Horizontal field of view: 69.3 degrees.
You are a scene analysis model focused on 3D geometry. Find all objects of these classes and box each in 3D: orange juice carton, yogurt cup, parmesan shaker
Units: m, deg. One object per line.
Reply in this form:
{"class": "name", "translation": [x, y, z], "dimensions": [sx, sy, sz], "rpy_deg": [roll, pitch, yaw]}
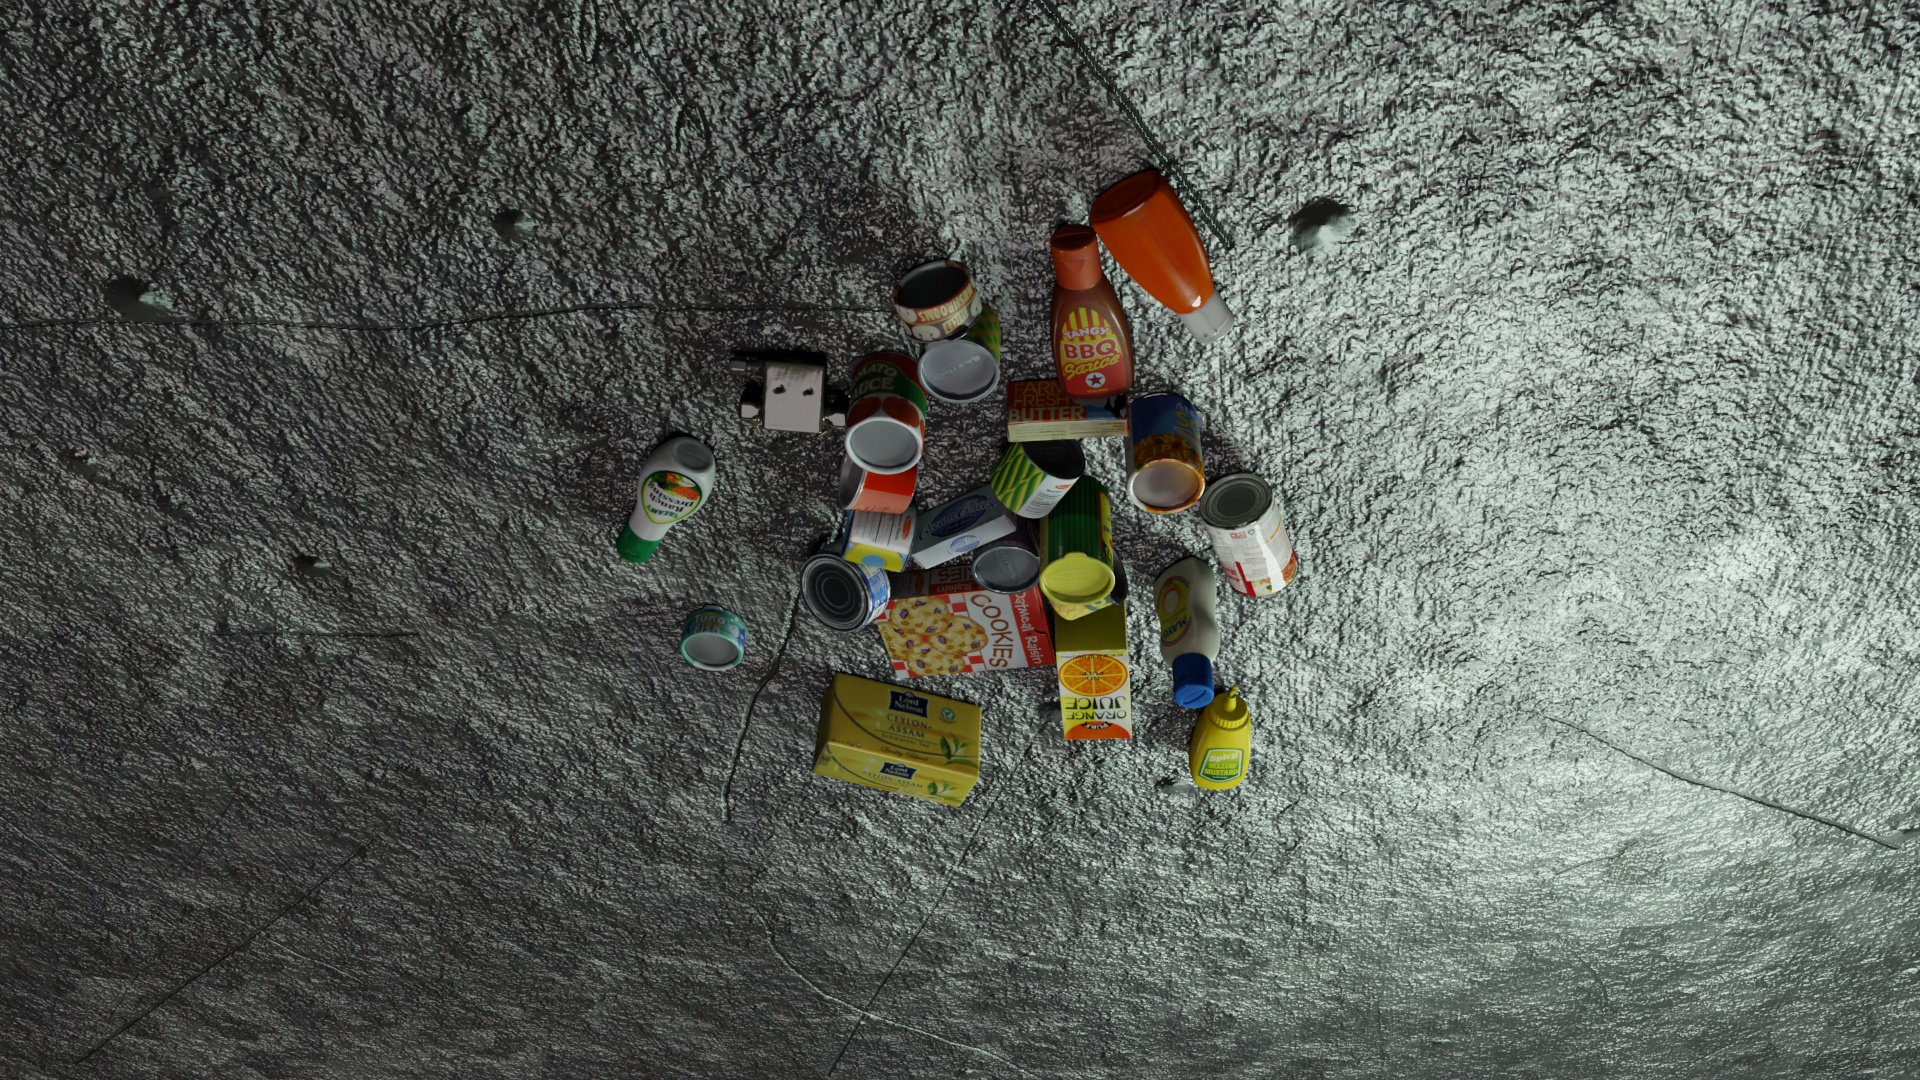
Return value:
{"class": "orange juice carton", "translation": [0.138, 0.145, 1.425], "dimensions": [0.072, 0.073, 0.191], "rpy_deg": [-3, 137, 6]}
{"class": "yogurt cup", "translation": [-0.072, -0.056, 1.234], "dimensions": [0.054, 0.073, 0.072], "rpy_deg": [13, 136, -21]}
{"class": "parmesan shaker", "translation": [0.104, -0.003, 1.249], "dimensions": [0.071, 0.103, 0.071], "rpy_deg": [2, 137, 2]}

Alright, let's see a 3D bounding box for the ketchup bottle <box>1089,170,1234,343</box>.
{"class": "ketchup bottle", "translation": [0.162, -0.212, 1.068], "dimensions": [0.064, 0.044, 0.148], "rpy_deg": [-23, 131, 26]}

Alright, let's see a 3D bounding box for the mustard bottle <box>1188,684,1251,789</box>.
{"class": "mustard bottle", "translation": [0.284, 0.209, 1.502], "dimensions": [0.065, 0.049, 0.159], "rpy_deg": [-1, 137, 2]}

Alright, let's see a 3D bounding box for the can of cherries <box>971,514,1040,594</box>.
{"class": "can of cherries", "translation": [0.047, 0.008, 1.296], "dimensions": [0.071, 0.059, 0.071], "rpy_deg": [2, 136, 2]}

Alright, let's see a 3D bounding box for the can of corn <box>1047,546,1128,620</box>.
{"class": "can of corn", "translation": [0.118, 0.038, 1.315], "dimensions": [0.058, 0.071, 0.071], "rpy_deg": [-24, 130, 27]}

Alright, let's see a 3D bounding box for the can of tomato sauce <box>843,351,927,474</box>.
{"class": "can of tomato sauce", "translation": [-0.063, -0.108, 1.162], "dimensions": [0.071, 0.083, 0.070], "rpy_deg": [1, 137, 1]}

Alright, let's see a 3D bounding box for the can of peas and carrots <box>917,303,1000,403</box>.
{"class": "can of peas and carrots", "translation": [-0.002, -0.156, 1.126], "dimensions": [0.071, 0.059, 0.070], "rpy_deg": [2, 136, 2]}

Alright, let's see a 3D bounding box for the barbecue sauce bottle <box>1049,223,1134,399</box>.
{"class": "barbecue sauce bottle", "translation": [0.100, -0.181, 1.105], "dimensions": [0.065, 0.044, 0.147], "rpy_deg": [-6, 136, 11]}

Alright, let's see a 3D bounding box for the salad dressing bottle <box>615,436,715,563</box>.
{"class": "salad dressing bottle", "translation": [-0.276, -0.034, 1.281], "dimensions": [0.064, 0.044, 0.147], "rpy_deg": [24, 133, -19]}

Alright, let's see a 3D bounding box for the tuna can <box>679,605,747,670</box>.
{"class": "tuna can", "translation": [-0.255, 0.101, 1.431], "dimensions": [0.071, 0.033, 0.070], "rpy_deg": [2, 137, 2]}

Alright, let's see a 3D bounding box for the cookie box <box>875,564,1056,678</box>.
{"class": "cookie box", "translation": [0.005, 0.081, 1.388], "dimensions": [0.167, 0.040, 0.122], "rpy_deg": [-6, 135, 10]}

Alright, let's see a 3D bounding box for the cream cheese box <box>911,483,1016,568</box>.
{"class": "cream cheese box", "translation": [0.005, -0.016, 1.277], "dimensions": [0.103, 0.054, 0.024], "rpy_deg": [-24, 128, 26]}

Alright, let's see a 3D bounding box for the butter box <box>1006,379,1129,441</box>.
{"class": "butter box", "translation": [0.090, -0.111, 1.172], "dimensions": [0.103, 0.053, 0.024], "rpy_deg": [-2, 139, 7]}

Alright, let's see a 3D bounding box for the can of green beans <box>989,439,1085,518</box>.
{"class": "can of green beans", "translation": [0.067, -0.062, 1.216], "dimensions": [0.071, 0.071, 0.057], "rpy_deg": [21, 134, -18]}

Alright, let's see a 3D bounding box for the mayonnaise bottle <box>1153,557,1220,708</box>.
{"class": "mayonnaise bottle", "translation": [0.214, 0.087, 1.305], "dimensions": [0.041, 0.149, 0.064], "rpy_deg": [30, 130, -25]}

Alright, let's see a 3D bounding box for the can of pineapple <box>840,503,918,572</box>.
{"class": "can of pineapple", "translation": [-0.075, -0.008, 1.283], "dimensions": [0.058, 0.071, 0.070], "rpy_deg": [13, 136, -10]}

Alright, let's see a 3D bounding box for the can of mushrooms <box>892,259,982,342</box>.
{"class": "can of mushrooms", "translation": [-0.017, -0.187, 1.086], "dimensions": [0.071, 0.071, 0.033], "rpy_deg": [-10, 133, 14]}

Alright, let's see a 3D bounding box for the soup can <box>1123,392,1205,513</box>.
{"class": "soup can", "translation": [0.175, -0.075, 1.183], "dimensions": [0.071, 0.084, 0.071], "rpy_deg": [1, 136, 1]}
